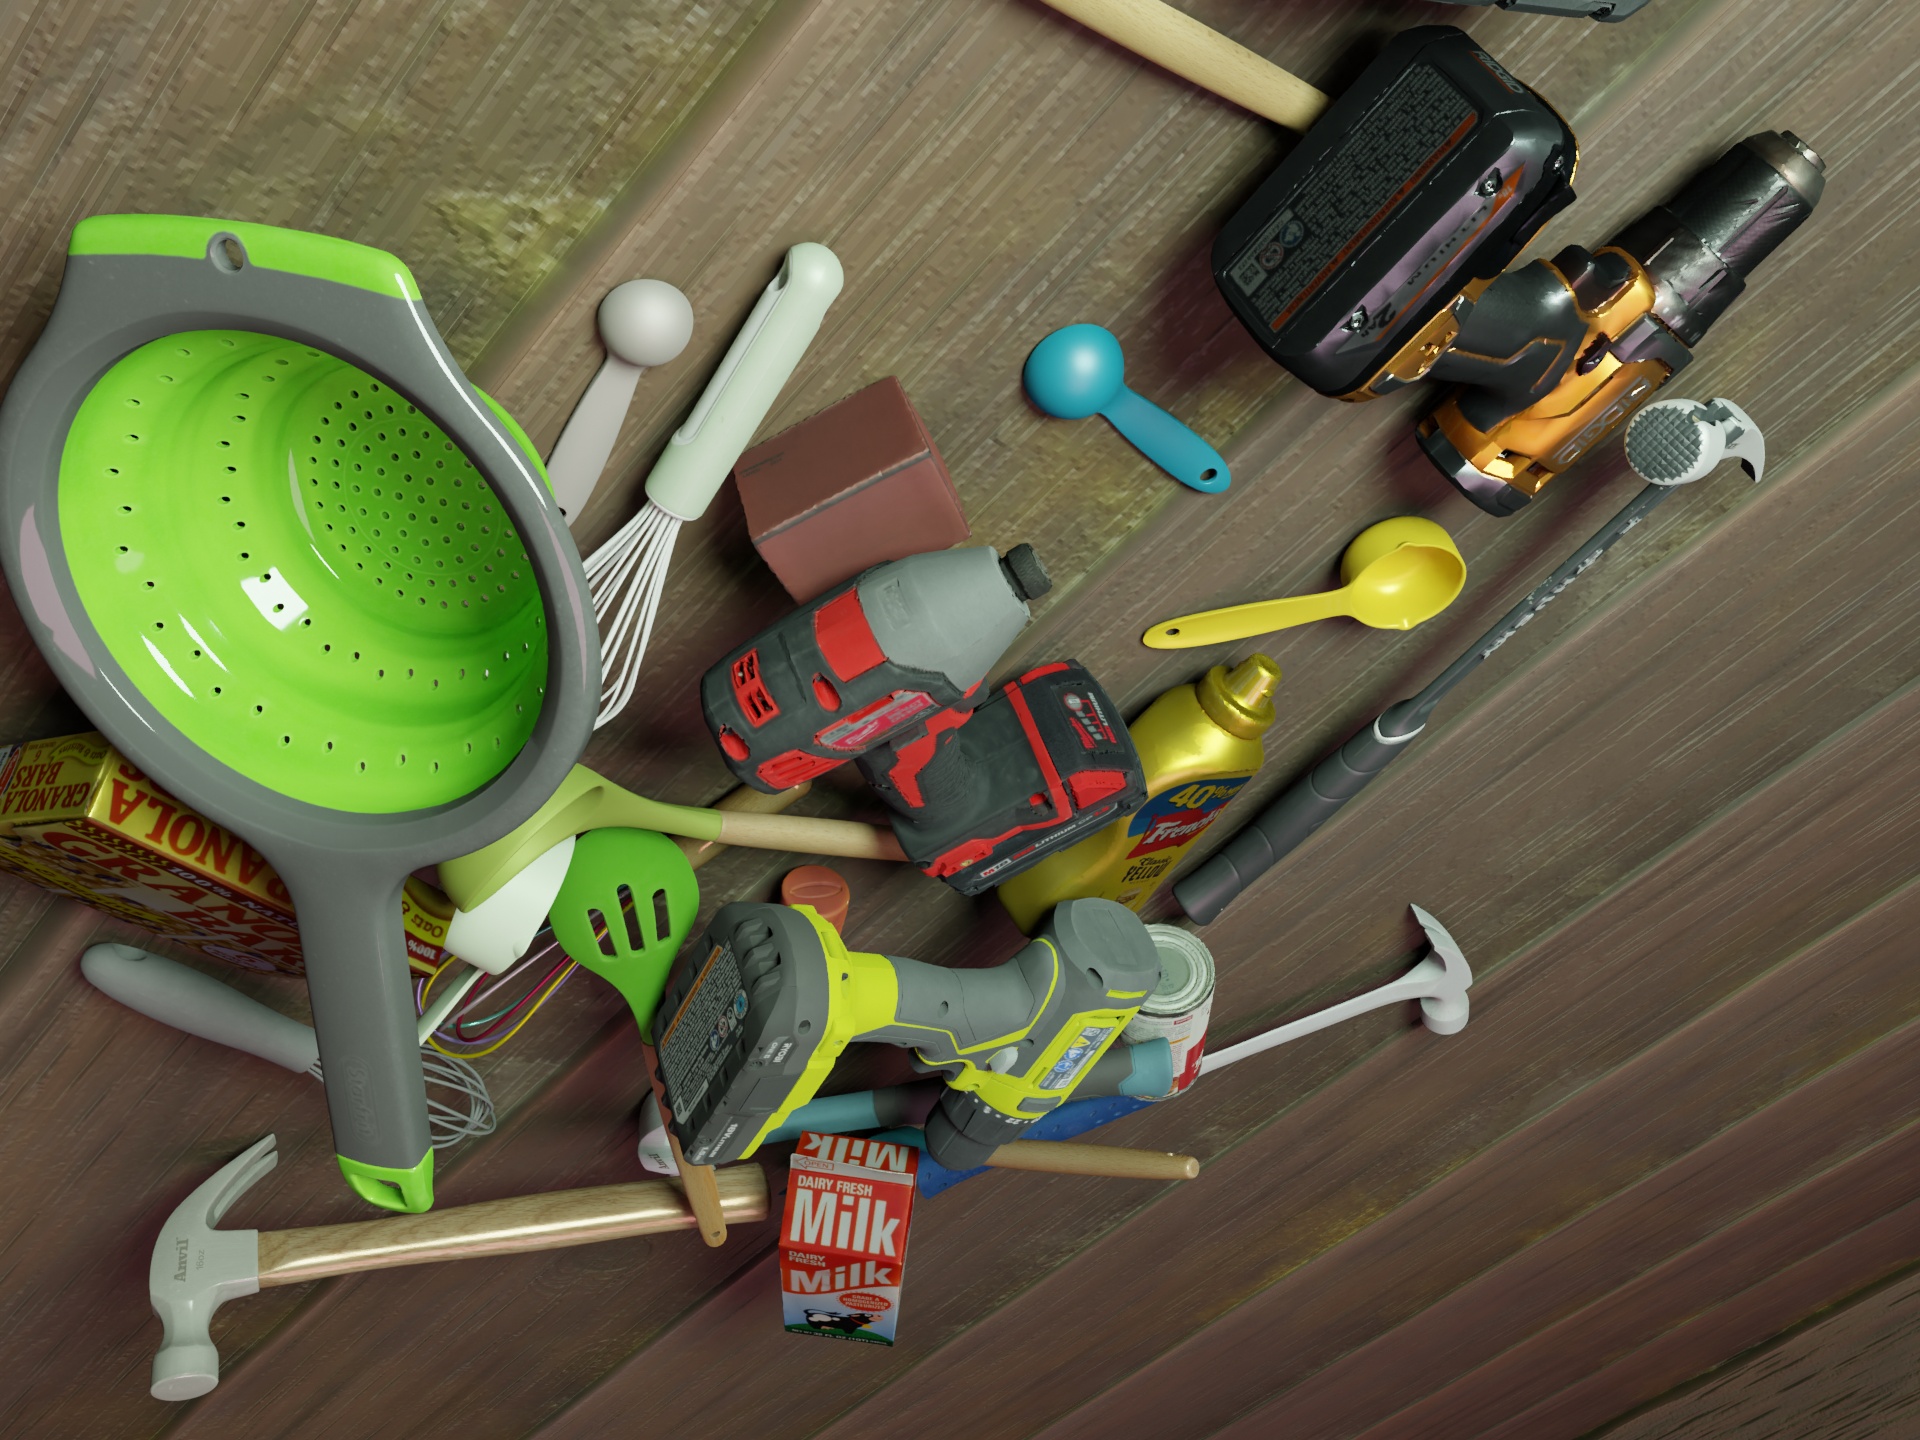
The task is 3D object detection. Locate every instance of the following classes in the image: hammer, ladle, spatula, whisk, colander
[{"bbox_3d":[0.157,0.236,1.090,0.405,0.035,0.143,-21,140,1],"label":"hammer"},{"bbox_3d":[-0.090,0.061,0.738,0.320,0.062,0.078,10,139,-42],"label":"ladle"},{"bbox_3d":[0.015,0.276,0.981,0.317,0.044,0.082,-10,171,43],"label":"spatula"},{"bbox_3d":[-0.036,0.232,0.957,0.331,0.033,0.128,-10,140,7],"label":"hammer"},{"bbox_3d":[-0.172,0.094,0.790,0.245,0.047,0.051,-34,137,11],"label":"whisk"},{"bbox_3d":[-0.330,0.164,0.803,0.055,0.055,0.238,-35,133,16],"label":"whisk"},{"bbox_3d":[0.244,-0.013,0.829,0.149,0.036,0.408,-13,151,-48],"label":"hammer"},{"bbox_3d":[-0.209,0.012,0.579,0.204,0.095,0.396,9,121,8],"label":"colander"},{"bbox_3d":[0.038,-0.240,0.519,0.315,0.031,0.069,11,133,-34],"label":"ladle"},{"bbox_3d":[-0.270,0.284,0.894,0.331,0.130,0.031,-1,137,-24],"label":"hammer"},{"bbox_3d":[-0.116,-0.080,0.618,0.059,0.058,0.246,23,119,-28],"label":"whisk"}]

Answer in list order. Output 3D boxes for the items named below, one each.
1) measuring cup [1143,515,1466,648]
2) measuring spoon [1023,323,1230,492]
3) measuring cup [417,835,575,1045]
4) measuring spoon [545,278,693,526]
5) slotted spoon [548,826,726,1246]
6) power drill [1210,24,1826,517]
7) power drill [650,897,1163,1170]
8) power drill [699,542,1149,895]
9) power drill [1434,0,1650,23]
[{"bbox_3d":[0.164,-0.064,0.776,0.156,0.029,0.062,-11,140,7],"label":"measuring cup"},{"bbox_3d":[0.078,-0.121,0.668,0.128,0.021,0.042,27,121,-40],"label":"measuring spoon"},{"bbox_3d":[-0.239,0.106,0.737,0.038,0.083,0.167,34,108,-25],"label":"measuring cup"},{"bbox_3d":[-0.134,-0.110,0.596,0.034,0.018,0.124,11,131,-32],"label":"measuring spoon"},{"bbox_3d":[-0.150,0.178,0.821,0.070,0.031,0.313,-17,130,-15],"label":"slotted spoon"},{"bbox_3d":[0.225,-0.179,0.613,0.226,0.084,0.185,12,131,-46],"label":"power drill"},{"bbox_3d":[-0.031,0.166,0.800,0.228,0.080,0.190,8,130,-34],"label":"power drill"},{"bbox_3d":[-0.001,-0.002,0.684,0.143,0.079,0.219,-29,154,11],"label":"power drill"},{"bbox_3d":[0.201,-0.329,0.453,0.188,0.080,0.226,-3,134,-20],"label":"power drill"}]
